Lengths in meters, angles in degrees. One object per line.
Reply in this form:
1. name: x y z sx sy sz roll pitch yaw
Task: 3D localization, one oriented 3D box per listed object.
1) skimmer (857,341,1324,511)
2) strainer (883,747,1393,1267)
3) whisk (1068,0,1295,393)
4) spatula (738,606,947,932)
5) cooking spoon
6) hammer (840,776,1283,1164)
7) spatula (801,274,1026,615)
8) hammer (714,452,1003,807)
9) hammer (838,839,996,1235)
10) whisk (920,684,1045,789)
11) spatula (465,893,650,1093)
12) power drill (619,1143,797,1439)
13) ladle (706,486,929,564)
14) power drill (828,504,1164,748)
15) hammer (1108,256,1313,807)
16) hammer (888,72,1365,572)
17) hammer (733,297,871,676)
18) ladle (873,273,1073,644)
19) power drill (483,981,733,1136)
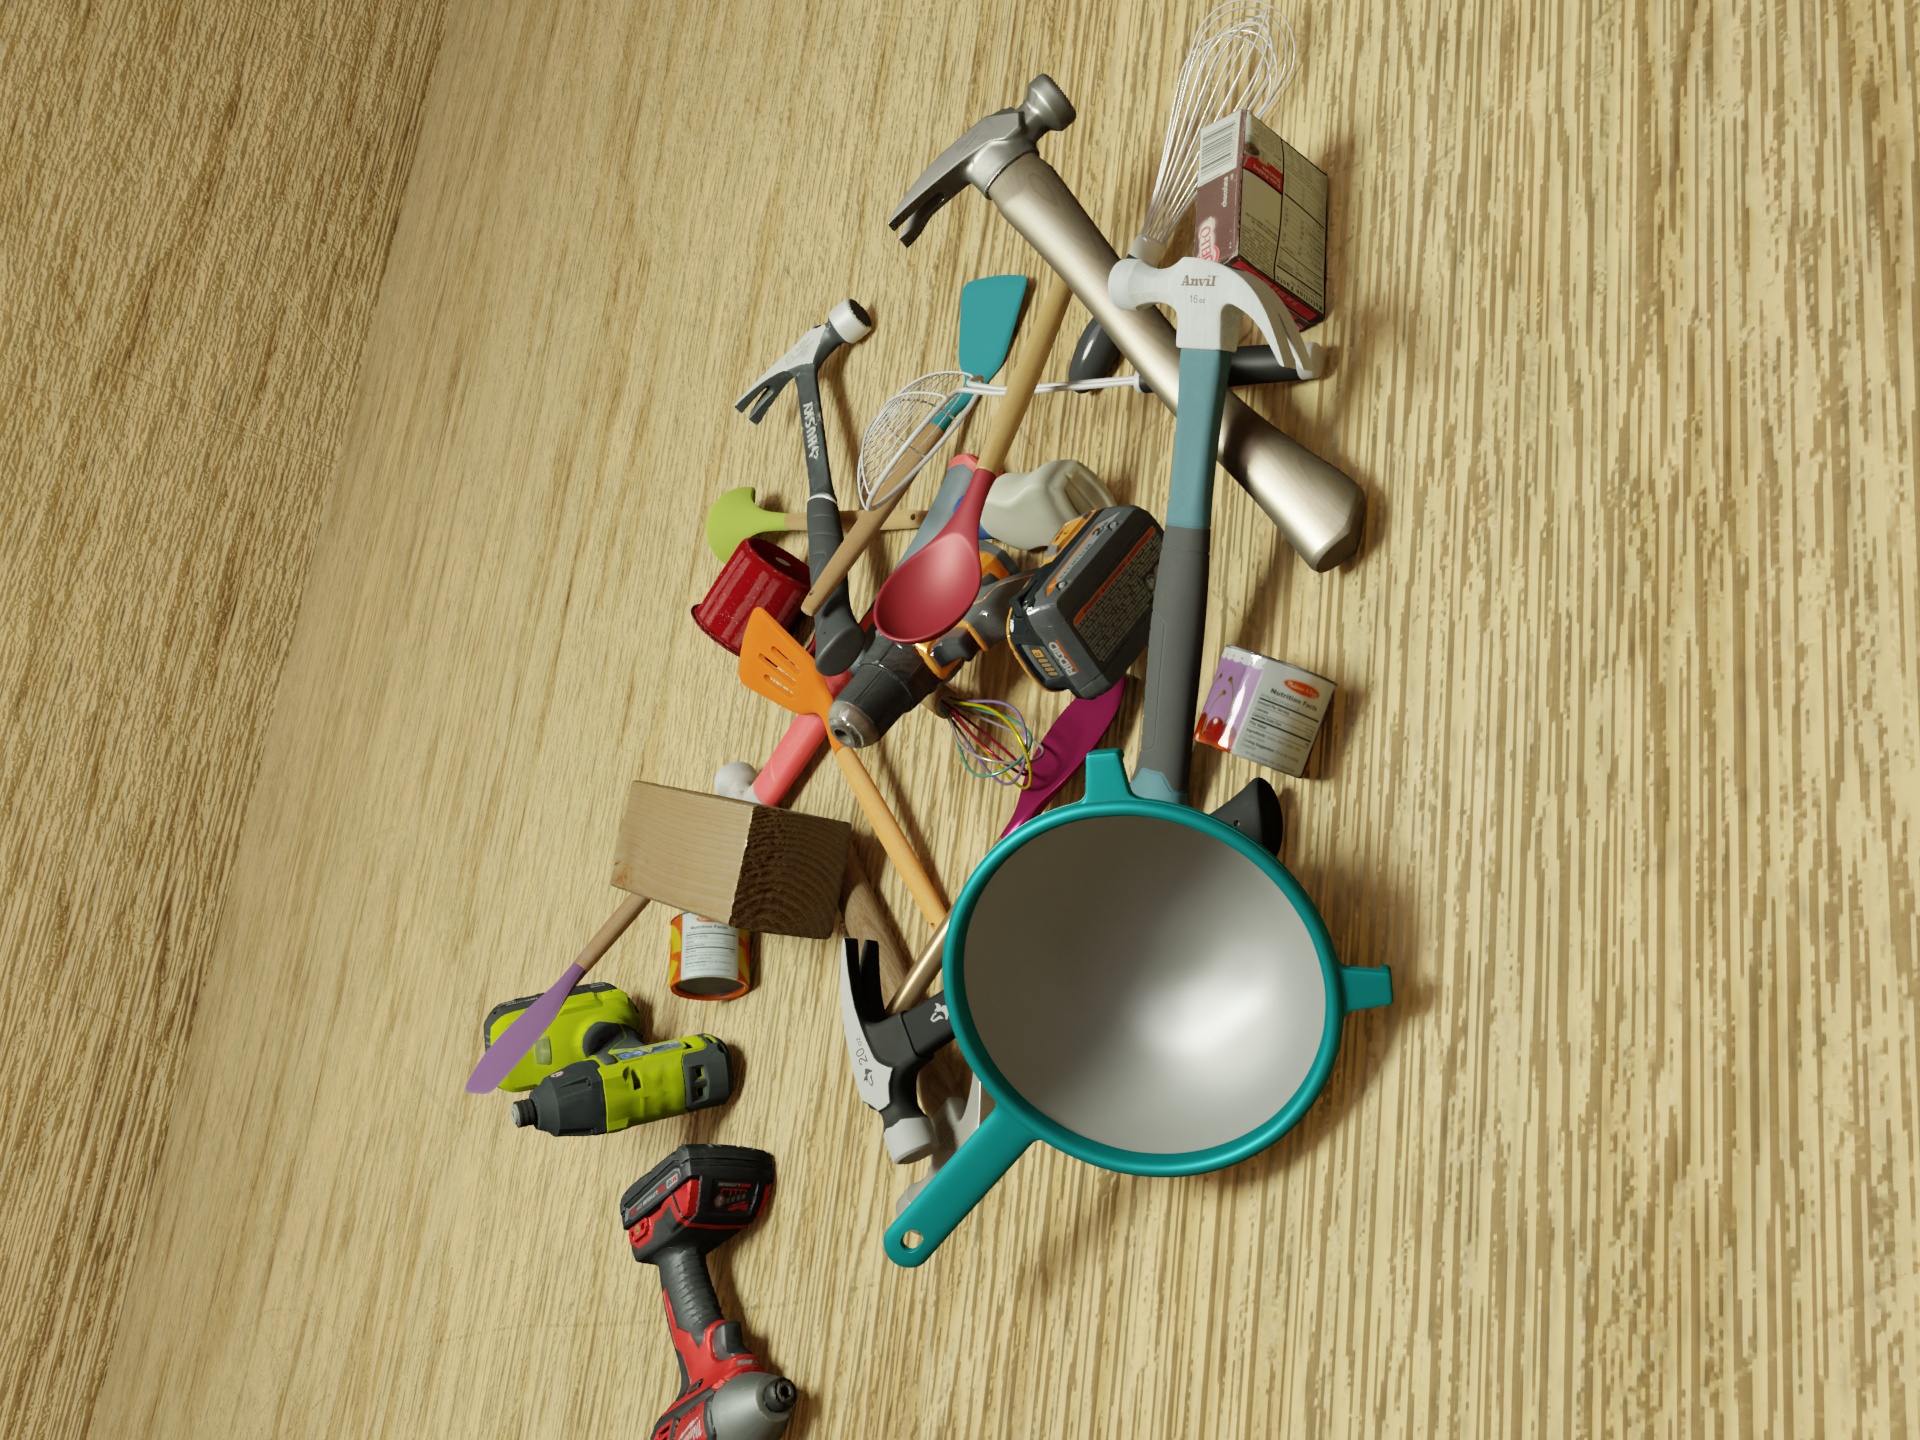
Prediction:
1. skimmer: 0.079 -0.201 1.089 0.363 0.090 0.127 2 34 35
2. strainer: 0.068 0.178 0.888 0.340 0.211 0.095 -53 -5 24
3. whisk: 0.146 -0.357 1.106 0.284 0.070 0.070 -63 36 19
4. spatula: -0.086 0.043 1.195 0.323 0.041 0.081 57 142 35
5. cooking spoon: 0.019 0.102 1.057 0.319 0.017 0.069 -57 22 5
6. hammer: 0.055 0.133 0.968 0.334 0.035 0.146 -37 60 26
7. spatula: -0.041 -0.217 1.251 0.082 0.044 0.317 13 66 51
8. hammer: -0.078 -0.041 1.269 0.386 0.038 0.143 -55 40 22
9. hammer: -0.046 0.188 1.127 0.130 0.031 0.332 -55 38 22
10. whisk: -0.002 -0.002 1.131 0.051 0.047 0.245 -47 26 -3
11. spatula: -0.307 0.191 1.340 0.060 0.018 0.316 -8 34 44
12. power drill: -0.179 0.430 1.160 0.143 0.078 0.220 -43 47 34
13. ladle: -0.124 -0.172 1.398 0.320 0.062 0.078 6 84 47
14. power drill: 0.020 -0.055 1.056 0.226 0.084 0.185 -4 39 53
15. hammer: 0.131 -0.101 0.935 0.128 0.033 0.331 14 105 40
16. hammer: 0.105 -0.240 1.000 0.146 0.038 0.411 -39 62 10
17. hammer: -0.123 -0.194 1.345 0.149 0.036 0.409 -33 44 24
18. ladle: 0.024 -0.184 1.040 0.069 0.031 0.315 13 73 30
19. power drill: -0.309 0.285 1.319 0.223 0.171 0.080 6 101 59
